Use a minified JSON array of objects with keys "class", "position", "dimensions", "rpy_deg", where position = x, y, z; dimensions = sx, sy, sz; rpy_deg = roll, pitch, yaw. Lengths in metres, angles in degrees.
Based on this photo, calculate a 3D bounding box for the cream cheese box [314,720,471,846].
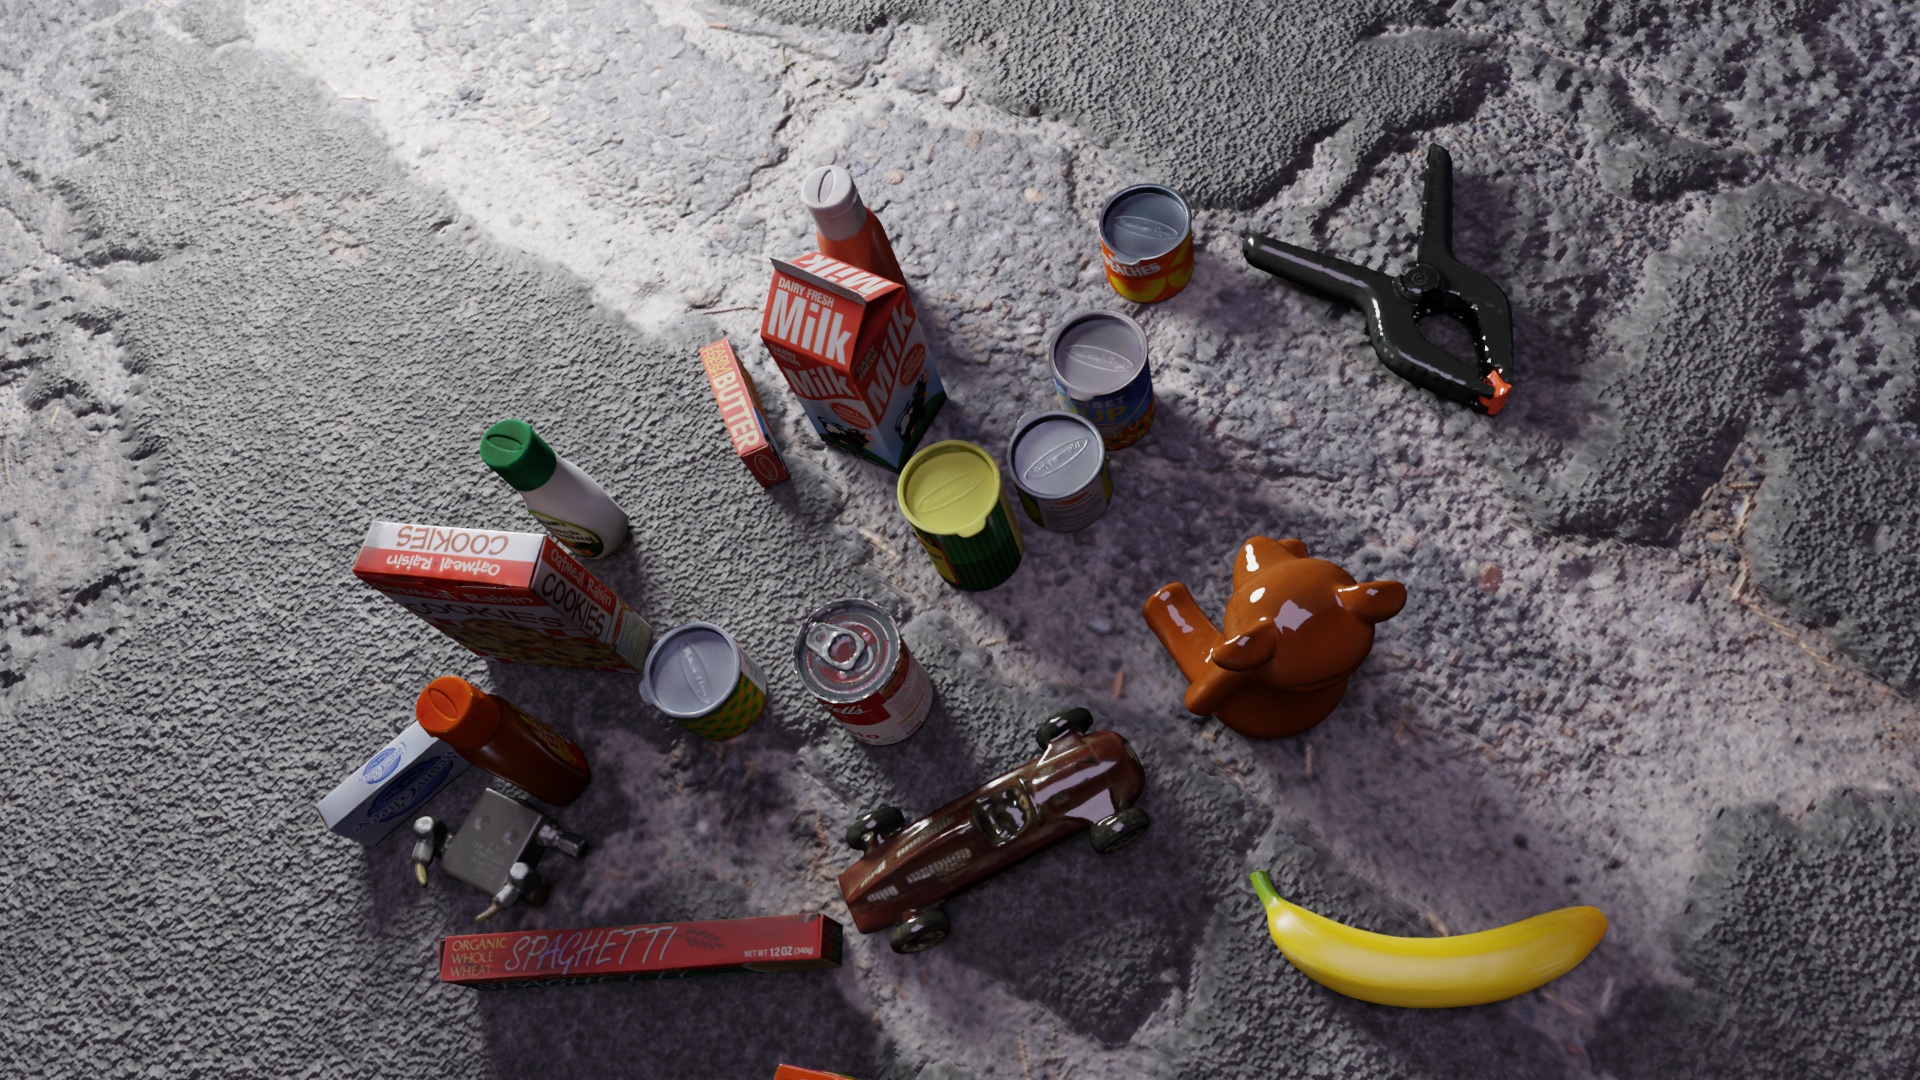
[{"class":"cream cheese box","position":[-0.377,0.160,0.943],"dimensions":[0.104,0.053,0.024],"rpy_deg":[-41,65,-8]}]

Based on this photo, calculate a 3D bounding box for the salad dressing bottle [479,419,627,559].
[{"class":"salad dressing bottle","position":[-0.280,-0.034,0.959],"dimensions":[0.064,0.147,0.044],"rpy_deg":[16,71,18]}]

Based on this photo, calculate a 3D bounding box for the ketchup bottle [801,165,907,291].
[{"class":"ketchup bottle","position":[-0.075,-0.208,0.995],"dimensions":[0.043,0.148,0.065],"rpy_deg":[4,67,13]}]

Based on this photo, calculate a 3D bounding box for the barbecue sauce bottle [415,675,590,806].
[{"class":"barbecue sauce bottle","position":[-0.293,0.127,0.888],"dimensions":[0.065,0.148,0.044],"rpy_deg":[39,79,24]}]

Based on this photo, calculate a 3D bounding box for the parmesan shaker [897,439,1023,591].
[{"class":"parmesan shaker","position":[0.003,-0.011,0.915],"dimensions":[0.071,0.102,0.071],"rpy_deg":[-4,65,10]}]

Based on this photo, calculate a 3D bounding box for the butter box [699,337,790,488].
[{"class":"butter box","position":[-0.158,-0.093,1.013],"dimensions":[0.024,0.053,0.104],"rpy_deg":[-25,63,0]}]

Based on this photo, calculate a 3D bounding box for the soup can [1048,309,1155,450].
[{"class":"soup can","position":[0.097,-0.106,0.950],"dimensions":[0.071,0.083,0.071],"rpy_deg":[-4,65,10]}]

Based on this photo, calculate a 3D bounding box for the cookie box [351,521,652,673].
[{"class":"cookie box","position":[-0.296,0.042,0.917],"dimensions":[0.123,0.167,0.040],"rpy_deg":[4,67,13]}]

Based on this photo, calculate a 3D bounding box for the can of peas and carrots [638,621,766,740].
[{"class":"can of peas and carrots","position":[-0.171,0.096,0.927],"dimensions":[0.071,0.058,0.071],"rpy_deg":[-4,65,10]}]

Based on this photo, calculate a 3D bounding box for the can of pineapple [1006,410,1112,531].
[{"class":"can of pineapple","position":[0.068,-0.048,0.943],"dimensions":[0.071,0.057,0.071],"rpy_deg":[-4,65,10]}]

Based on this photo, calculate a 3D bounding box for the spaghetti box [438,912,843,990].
[{"class":"spaghetti box","position":[-0.199,0.256,0.864],"dimensions":[0.250,0.050,0.029],"rpy_deg":[-6,65,9]}]

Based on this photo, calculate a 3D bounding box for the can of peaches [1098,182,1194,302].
[{"class":"can of peaches","position":[0.134,-0.212,1.005],"dimensions":[0.071,0.058,0.071],"rpy_deg":[-4,65,10]}]

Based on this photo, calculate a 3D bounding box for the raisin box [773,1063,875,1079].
[{"class":"raisin box","position":[-0.048,0.319,0.764],"dimensions":[0.086,0.123,0.040],"rpy_deg":[8,68,15]}]

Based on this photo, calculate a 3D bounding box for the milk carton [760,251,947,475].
[{"class":"milk carton","position":[-0.073,-0.126,0.934],"dimensions":[0.072,0.190,0.073],"rpy_deg":[24,73,21]}]
